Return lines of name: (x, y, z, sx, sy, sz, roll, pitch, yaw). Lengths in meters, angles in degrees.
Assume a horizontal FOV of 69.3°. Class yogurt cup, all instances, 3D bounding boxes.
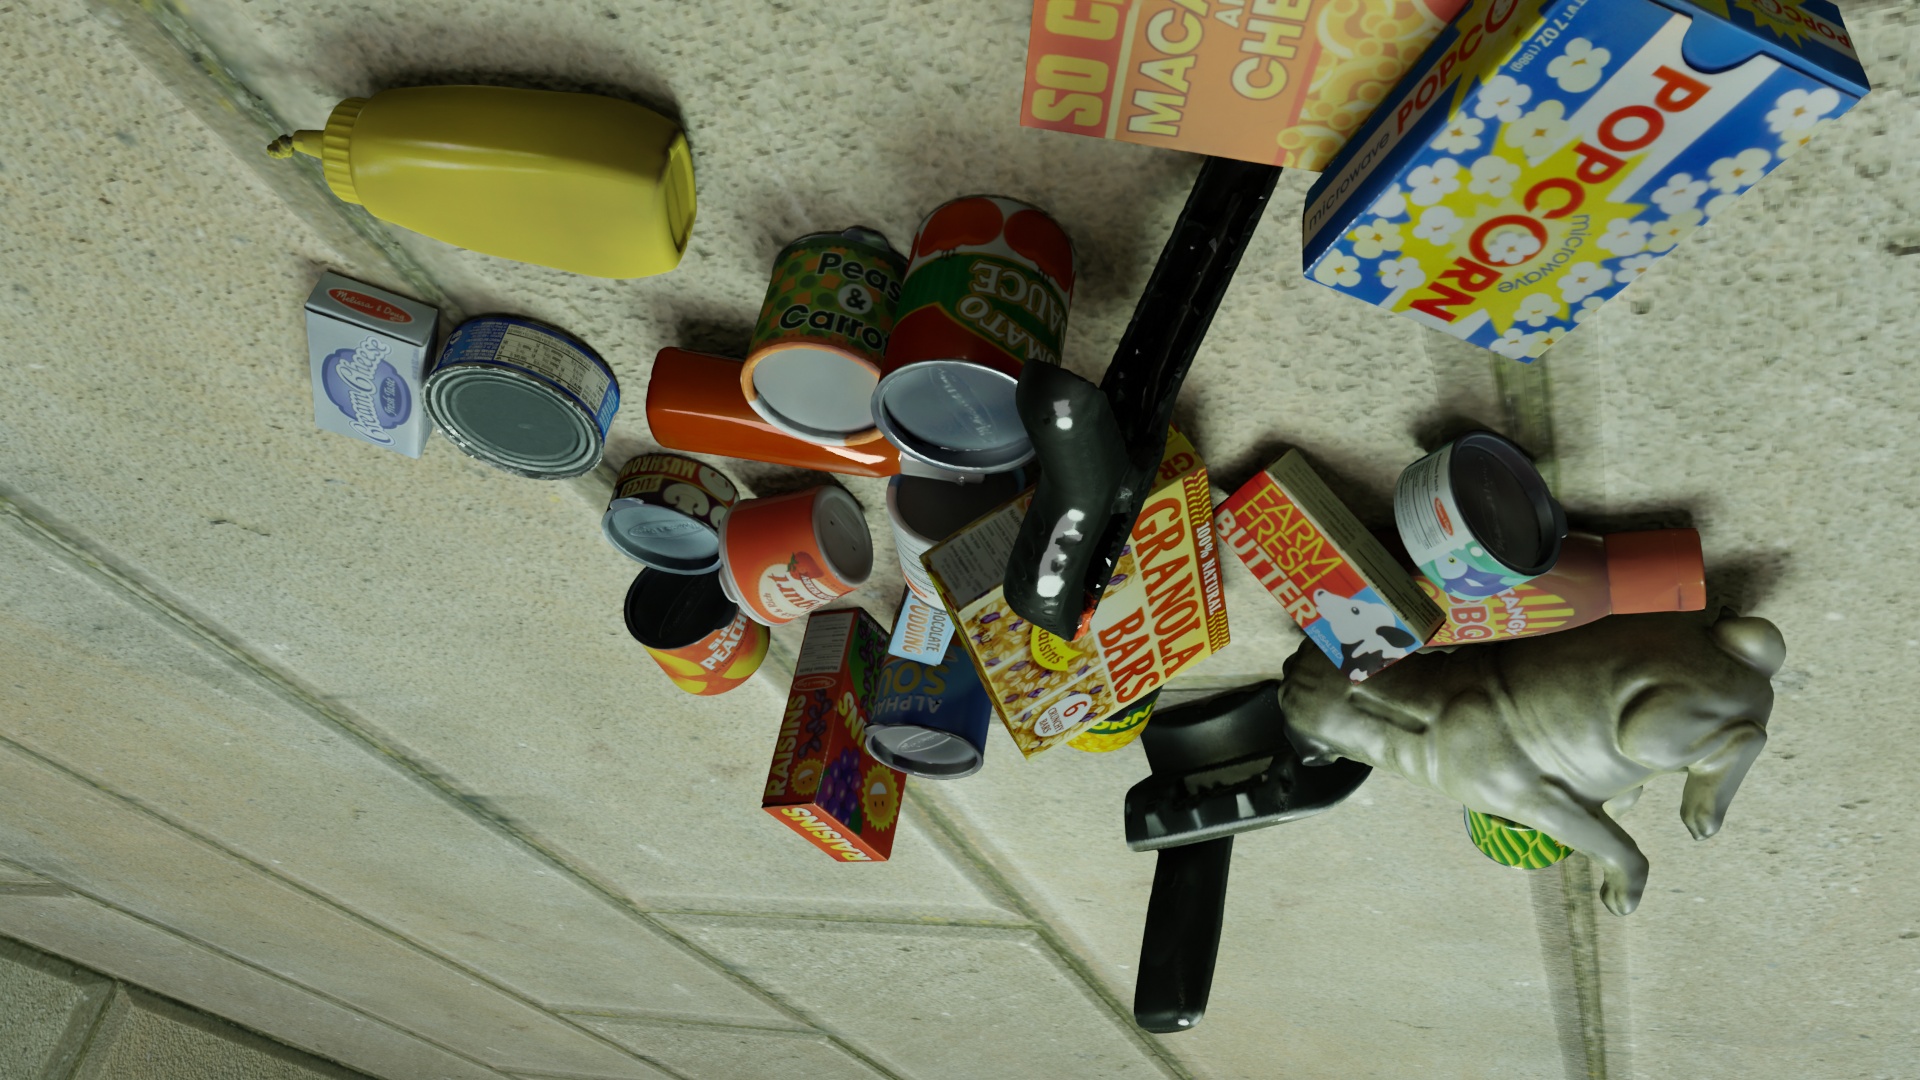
yogurt cup: (-0.080, 0.005, 0.701, 0.054, 0.073, 0.072, -18, 138, 26)

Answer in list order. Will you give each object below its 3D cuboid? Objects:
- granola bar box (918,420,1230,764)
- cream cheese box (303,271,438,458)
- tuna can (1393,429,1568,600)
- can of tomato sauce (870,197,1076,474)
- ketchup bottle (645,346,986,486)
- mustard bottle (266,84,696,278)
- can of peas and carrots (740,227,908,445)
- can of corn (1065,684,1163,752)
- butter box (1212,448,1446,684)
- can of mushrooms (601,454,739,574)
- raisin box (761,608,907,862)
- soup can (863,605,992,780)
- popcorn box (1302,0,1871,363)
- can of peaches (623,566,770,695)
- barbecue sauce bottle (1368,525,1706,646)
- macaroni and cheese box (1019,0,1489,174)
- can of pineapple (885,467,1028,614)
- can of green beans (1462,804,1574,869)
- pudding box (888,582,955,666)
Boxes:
granola bar box: (0.060, 0.028, 0.650, 0.124, 0.039, 0.165, -30, 146, -5)
cream cheese box: (-0.280, -0.081, 0.664, 0.053, 0.024, 0.103, 19, 147, -12)
tuna can: (0.218, -0.010, 0.583, 0.071, 0.071, 0.032, 25, 146, -21)
can of tomato sauce: (0.008, -0.078, 0.523, 0.071, 0.083, 0.070, 8, 148, 5)
ketchup bottle: (-0.060, -0.053, 0.618, 0.149, 0.043, 0.064, 9, 171, 3)
mustard bottle: (-0.182, -0.140, 0.519, 0.160, 0.049, 0.065, 10, 147, 3)
can of peas and carrots: (-0.050, -0.081, 0.560, 0.071, 0.059, 0.070, 8, 148, 5)
can of corn: (0.077, 0.078, 0.758, 0.071, 0.071, 0.058, 10, 148, 2)
butter box: (0.163, 0.012, 0.624, 0.103, 0.024, 0.053, 49, 145, 6)
can of mushrooms: (-0.151, -0.014, 0.720, 0.071, 0.033, 0.070, 8, 148, 5)
raisin box: (-0.066, 0.114, 0.810, 0.040, 0.124, 0.086, -8, 143, 27)
soup can: (-0.015, 0.081, 0.779, 0.071, 0.084, 0.071, 8, 147, 5)
popcorn box: (0.167, -0.110, 0.393, 0.085, 0.038, 0.126, 19, 148, -13)
can of peaches: (-0.145, 0.047, 0.781, 0.071, 0.071, 0.057, 1, 147, 16)
barbecue sauce bottle: (0.255, 0.018, 0.634, 0.148, 0.044, 0.064, -6, 136, 24)
macaroni and cheese box: (0.107, -0.165, 0.398, 0.166, 0.040, 0.123, 9, 148, 1)
can of pineapple: (0.002, -0.008, 0.654, 0.071, 0.071, 0.057, 5, 147, 10)
can of green beans: (0.321, 0.146, 0.794, 0.071, 0.071, 0.057, -3, 145, 21)
pudding box: (-0.013, 0.025, 0.723, 0.030, 0.050, 0.083, 16, 148, -4)
